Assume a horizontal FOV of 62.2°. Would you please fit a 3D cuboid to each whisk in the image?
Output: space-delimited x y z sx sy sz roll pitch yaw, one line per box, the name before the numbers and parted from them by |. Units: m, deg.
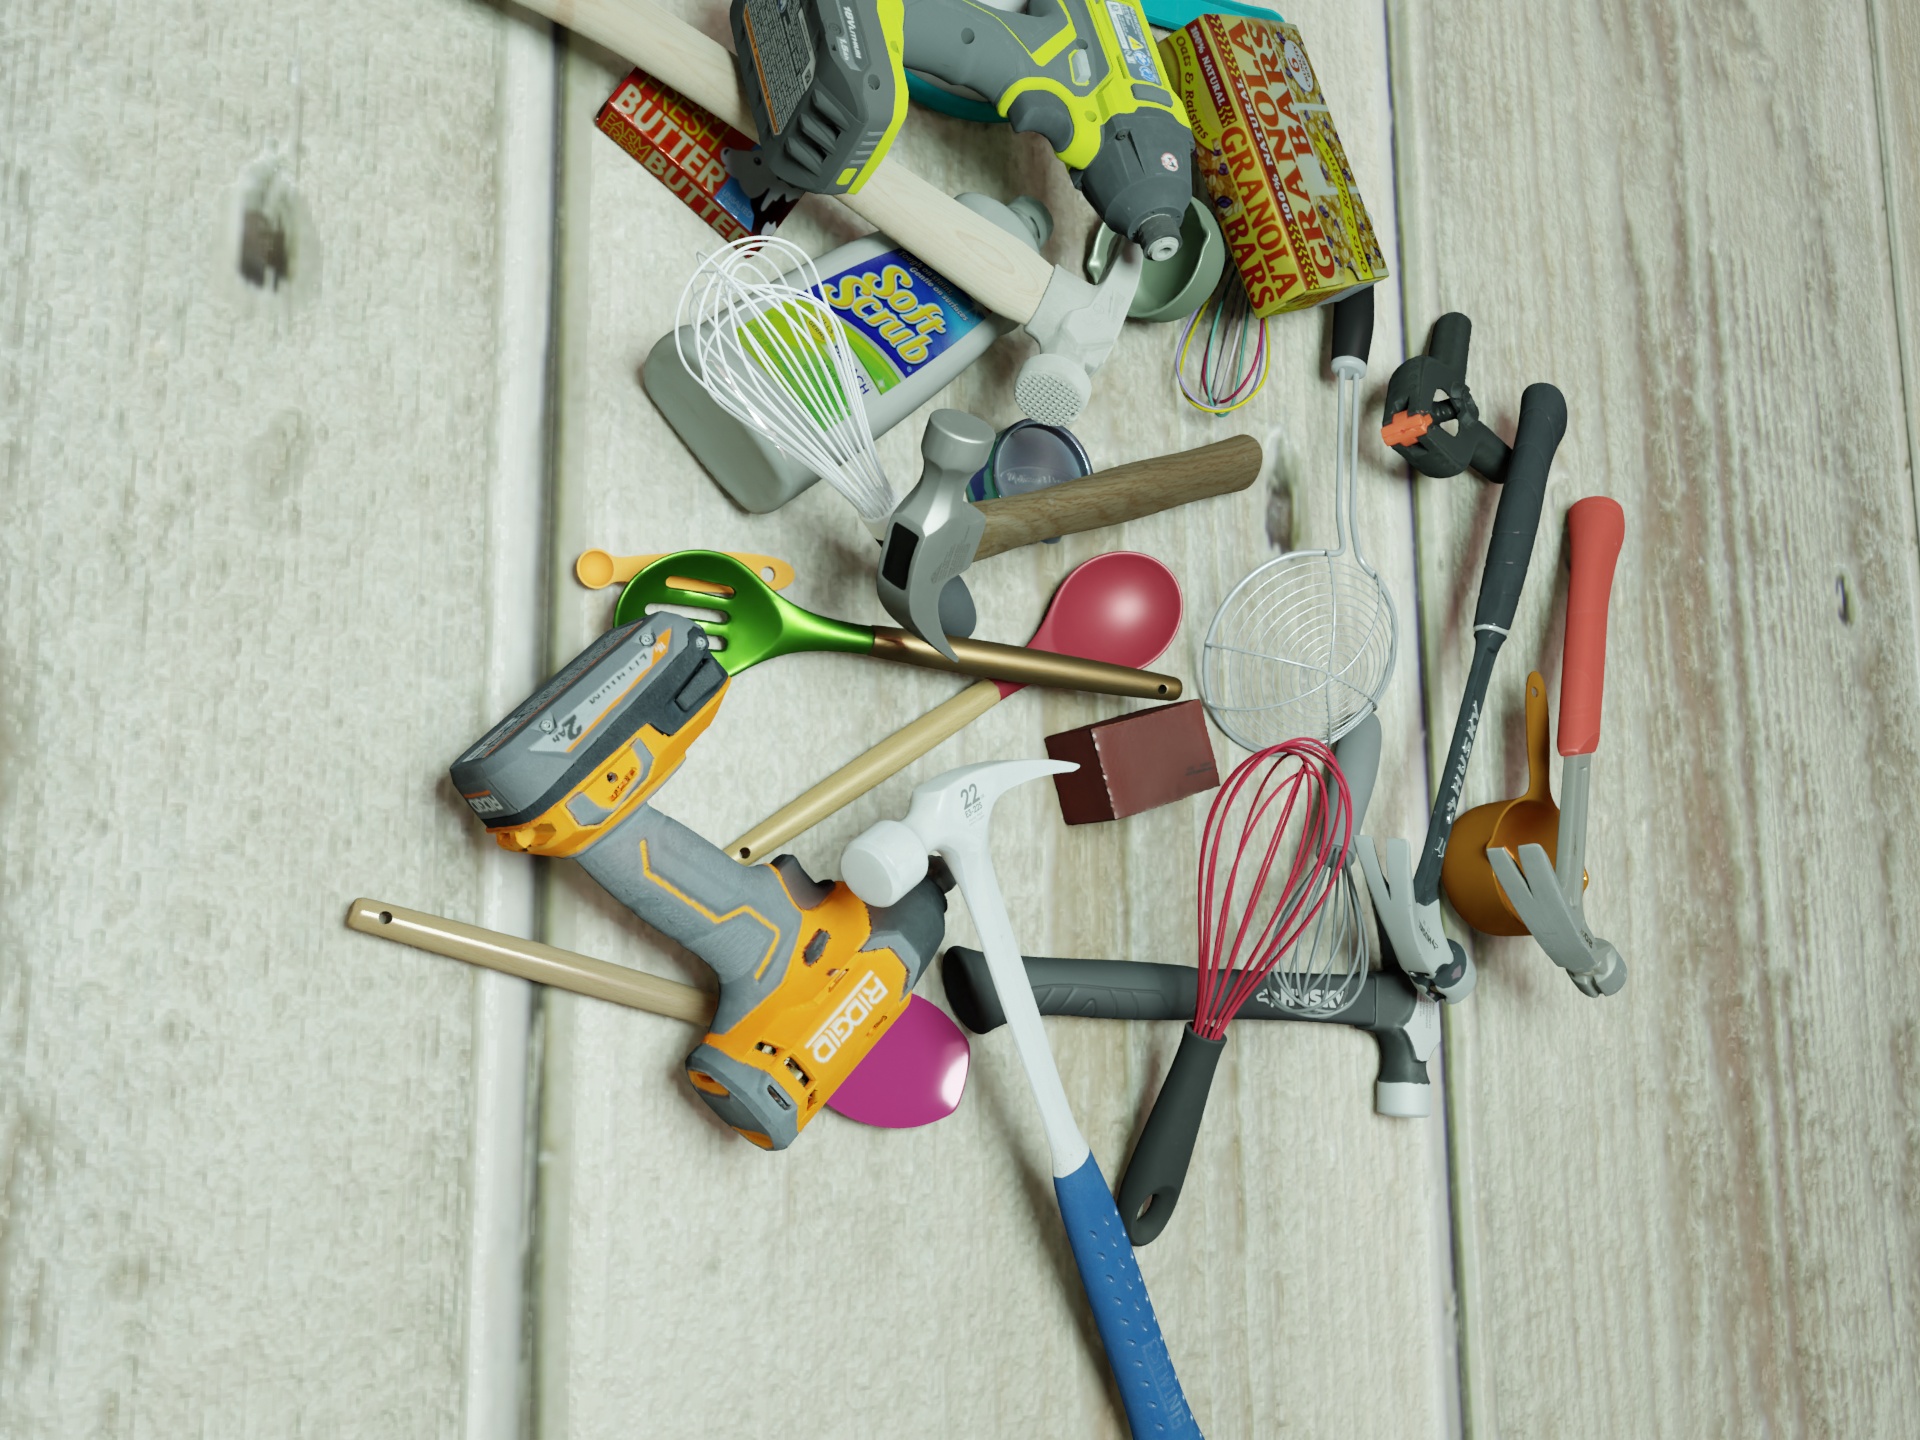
whisk | 0.184 -0.290 0.986 0.051 0.047 0.245 36 62 -40
whisk | -0.048 -0.118 0.754 0.070 0.070 0.284 -65 148 -20
whisk | 0.219 0.076 0.919 0.055 0.055 0.239 42 45 -18
whisk | 0.135 0.146 0.837 0.073 0.073 0.295 10 104 -28

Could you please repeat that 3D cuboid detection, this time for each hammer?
hammer | 0.071 -0.113 0.838 0.031 0.130 0.331 37 34 24
hammer | 0.318 -0.042 0.972 0.149 0.036 0.409 48 55 -44
hammer | 0.141 0.149 0.902 0.334 0.035 0.146 8 80 -28
hammer | 0.057 0.208 0.798 0.144 0.035 0.405 -35 113 -44
hammer | -0.092 -0.307 0.793 0.410 0.038 0.146 30 57 -12
hammer | 0.389 -0.014 1.007 0.149 0.037 0.359 48 47 -34

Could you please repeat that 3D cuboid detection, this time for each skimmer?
skimmer | 0.221 -0.157 0.996 0.127 0.090 0.364 19 64 -22

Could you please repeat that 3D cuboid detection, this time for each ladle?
ladle | -0.001 -0.003 0.849 0.315 0.031 0.069 -33 93 -27

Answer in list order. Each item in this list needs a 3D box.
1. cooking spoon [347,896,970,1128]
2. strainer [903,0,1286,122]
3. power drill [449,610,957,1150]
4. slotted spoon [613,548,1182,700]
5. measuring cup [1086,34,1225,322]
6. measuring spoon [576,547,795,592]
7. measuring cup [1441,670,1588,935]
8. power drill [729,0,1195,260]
cooking spoon | -0.131 0.134 0.760 0.318 0.017 0.069 21 73 -26
strainer | 0.073 -0.451 0.916 0.340 0.095 0.211 2 82 -28
power drill | -0.103 0.062 0.734 0.164 0.084 0.226 -46 109 -29
slotted spoon | -0.024 -0.036 0.819 0.313 0.031 0.070 8 104 -22
measuring cup | 0.118 -0.315 0.929 0.038 0.083 0.167 5 84 -51
measuring spoon | -0.136 -0.074 0.794 0.117 0.011 0.021 -2 90 -33
measuring cup | 0.354 0.055 1.028 0.095 0.052 0.174 16 70 -28
power drill | 0.012 -0.311 0.783 0.223 0.080 0.171 -2 67 -32
